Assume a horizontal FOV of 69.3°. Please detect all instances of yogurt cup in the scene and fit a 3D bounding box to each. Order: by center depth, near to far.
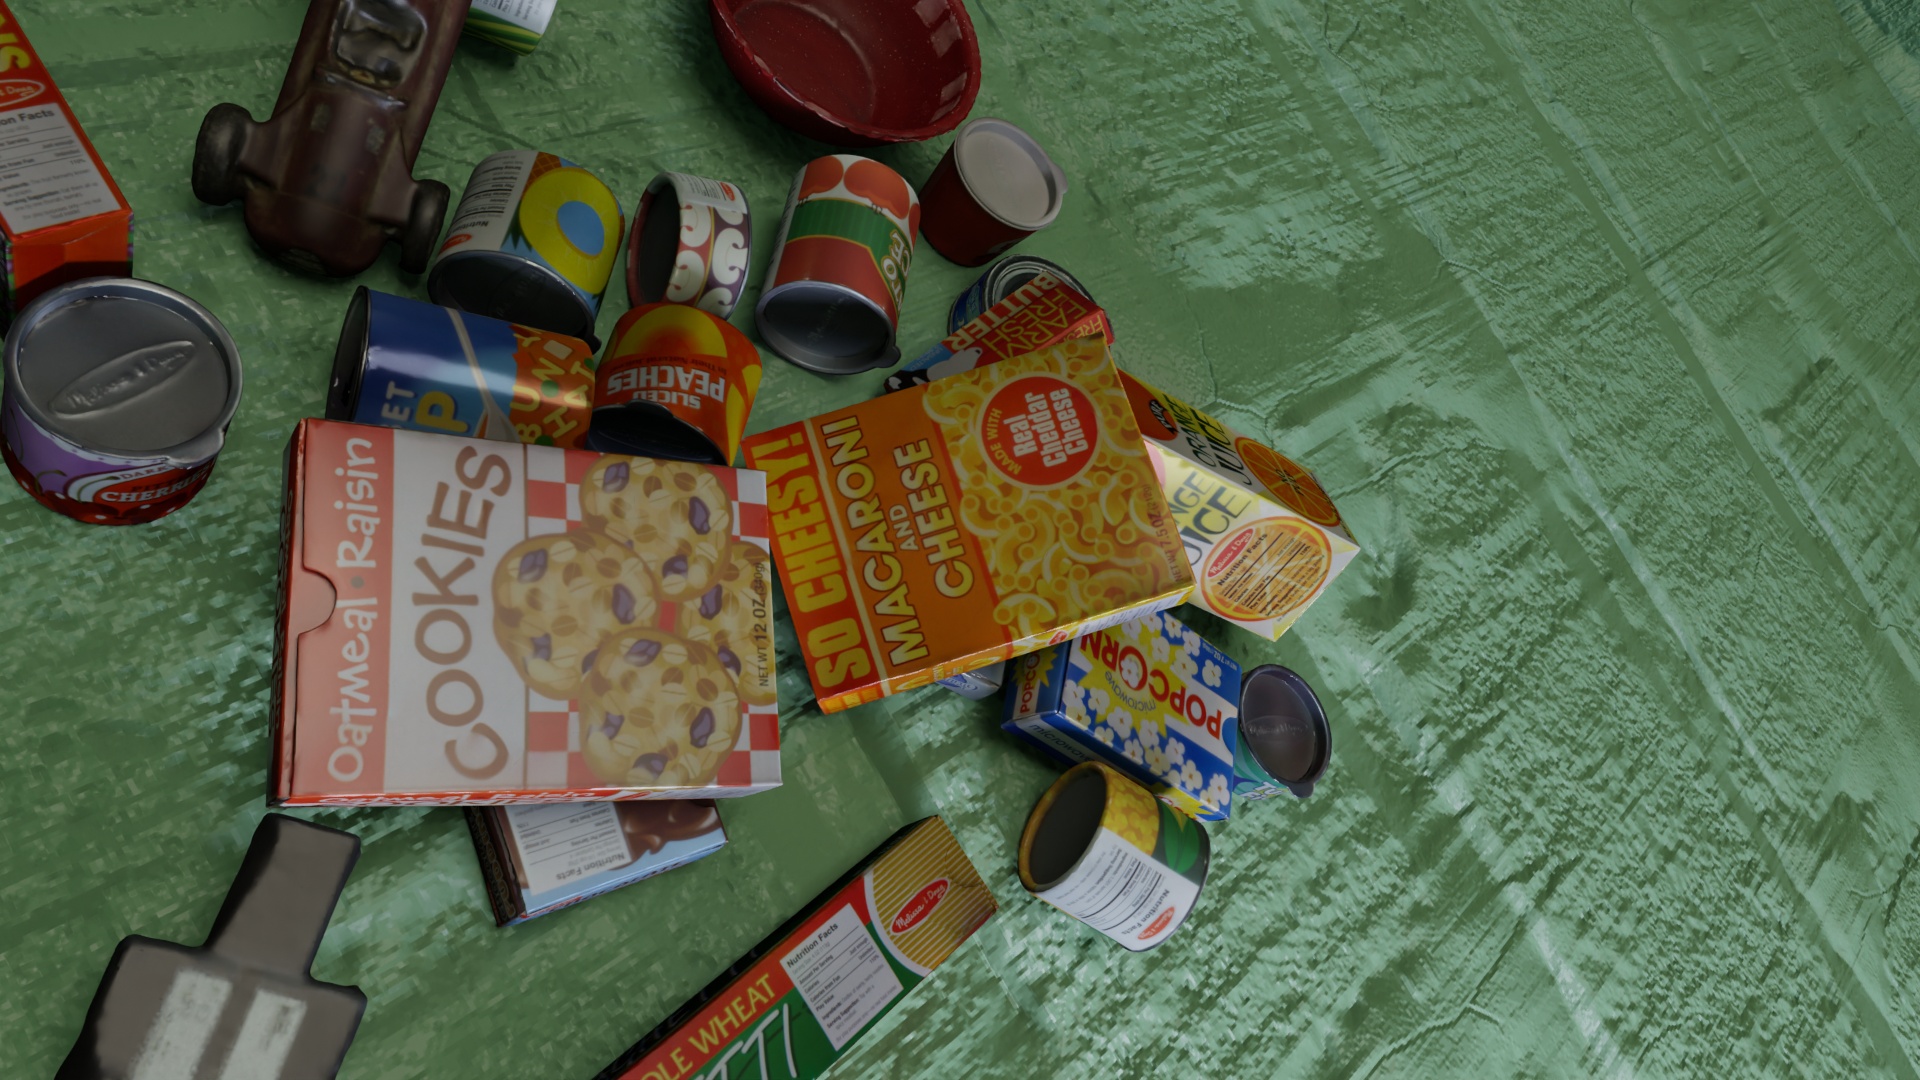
[{"bbox_3d":[0.012,-0.184,0.746,0.072,0.053,0.072,16,60,-29],"label":"yogurt cup"}]

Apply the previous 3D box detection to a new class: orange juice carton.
[{"bbox_3d":[0.102,-0.026,0.706,0.192,0.072,0.072,24,29,-25],"label":"orange juice carton"}]

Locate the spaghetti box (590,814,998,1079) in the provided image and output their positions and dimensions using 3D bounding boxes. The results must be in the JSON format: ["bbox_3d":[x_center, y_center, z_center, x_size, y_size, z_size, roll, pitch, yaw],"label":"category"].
[{"bbox_3d":[-0.083,0.188,0.511,0.251,0.028,0.050,-32,89,-41],"label":"spaghetti box"}]

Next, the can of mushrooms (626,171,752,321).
[{"bbox_3d":[-0.121,-0.126,0.615,0.033,0.070,0.071,5,66,-35],"label":"can of mushrooms"}]

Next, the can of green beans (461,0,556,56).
[{"bbox_3d":[-0.210,-0.256,0.613,0.058,0.071,0.071,14,61,-31],"label":"can of green beans"}]

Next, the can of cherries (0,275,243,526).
[{"bbox_3d":[-0.280,-0.043,0.464,0.071,0.058,0.072,17,59,-30],"label":"can of cherries"}]

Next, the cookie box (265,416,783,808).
[{"bbox_3d":[-0.147,0.029,0.487,0.168,0.040,0.123,6,71,-34],"label":"cookie box"}]

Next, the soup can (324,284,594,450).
[{"bbox_3d":[-0.190,-0.052,0.527,0.084,0.071,0.071,11,62,-32],"label":"soup can"}]

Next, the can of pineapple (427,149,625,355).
[{"bbox_3d":[-0.175,-0.116,0.570,0.071,0.070,0.058,24,56,-25],"label":"can of pineapple"}]

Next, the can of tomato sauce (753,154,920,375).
[{"bbox_3d":[-0.055,-0.131,0.663,0.071,0.071,0.083,25,55,-24],"label":"can of tomato sauce"}]

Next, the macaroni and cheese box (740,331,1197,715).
[{"bbox_3d":[0.002,-0.008,0.607,0.167,0.040,0.124,-17,75,-5],"label":"macaroni and cheese box"}]

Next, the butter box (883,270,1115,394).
[{"bbox_3d":[0.018,-0.087,0.673,0.103,0.053,0.024,-35,133,-8],"label":"butter box"}]

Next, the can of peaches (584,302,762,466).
[{"bbox_3d":[-0.121,-0.058,0.578,0.071,0.071,0.058,28,54,-23],"label":"can of peaches"}]

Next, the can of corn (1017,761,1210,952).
[{"bbox_3d":[0.067,0.139,0.621,0.058,0.071,0.071,34,53,-18],"label":"can of corn"}]

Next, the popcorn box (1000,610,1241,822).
[{"bbox_3d":[0.080,0.073,0.665,0.126,0.038,0.085,34,51,-31],"label":"popcorn box"}]

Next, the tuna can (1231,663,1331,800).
[{"bbox_3d":[0.159,0.103,0.725,0.071,0.032,0.071,16,60,-29],"label":"tuna can"}]

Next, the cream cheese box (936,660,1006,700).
[{"bbox_3d":[0.002,0.019,0.658,0.053,0.024,0.104,29,54,-21],"label":"cream cheese box"}]

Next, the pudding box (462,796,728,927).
[{"bbox_3d":[-0.134,0.105,0.514,0.084,0.030,0.050,-13,75,-39],"label":"pudding box"}]

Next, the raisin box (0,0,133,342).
[{"bbox_3d":[-0.324,-0.132,0.457,0.040,0.085,0.123,-31,88,-36],"label":"raisin box"}]
